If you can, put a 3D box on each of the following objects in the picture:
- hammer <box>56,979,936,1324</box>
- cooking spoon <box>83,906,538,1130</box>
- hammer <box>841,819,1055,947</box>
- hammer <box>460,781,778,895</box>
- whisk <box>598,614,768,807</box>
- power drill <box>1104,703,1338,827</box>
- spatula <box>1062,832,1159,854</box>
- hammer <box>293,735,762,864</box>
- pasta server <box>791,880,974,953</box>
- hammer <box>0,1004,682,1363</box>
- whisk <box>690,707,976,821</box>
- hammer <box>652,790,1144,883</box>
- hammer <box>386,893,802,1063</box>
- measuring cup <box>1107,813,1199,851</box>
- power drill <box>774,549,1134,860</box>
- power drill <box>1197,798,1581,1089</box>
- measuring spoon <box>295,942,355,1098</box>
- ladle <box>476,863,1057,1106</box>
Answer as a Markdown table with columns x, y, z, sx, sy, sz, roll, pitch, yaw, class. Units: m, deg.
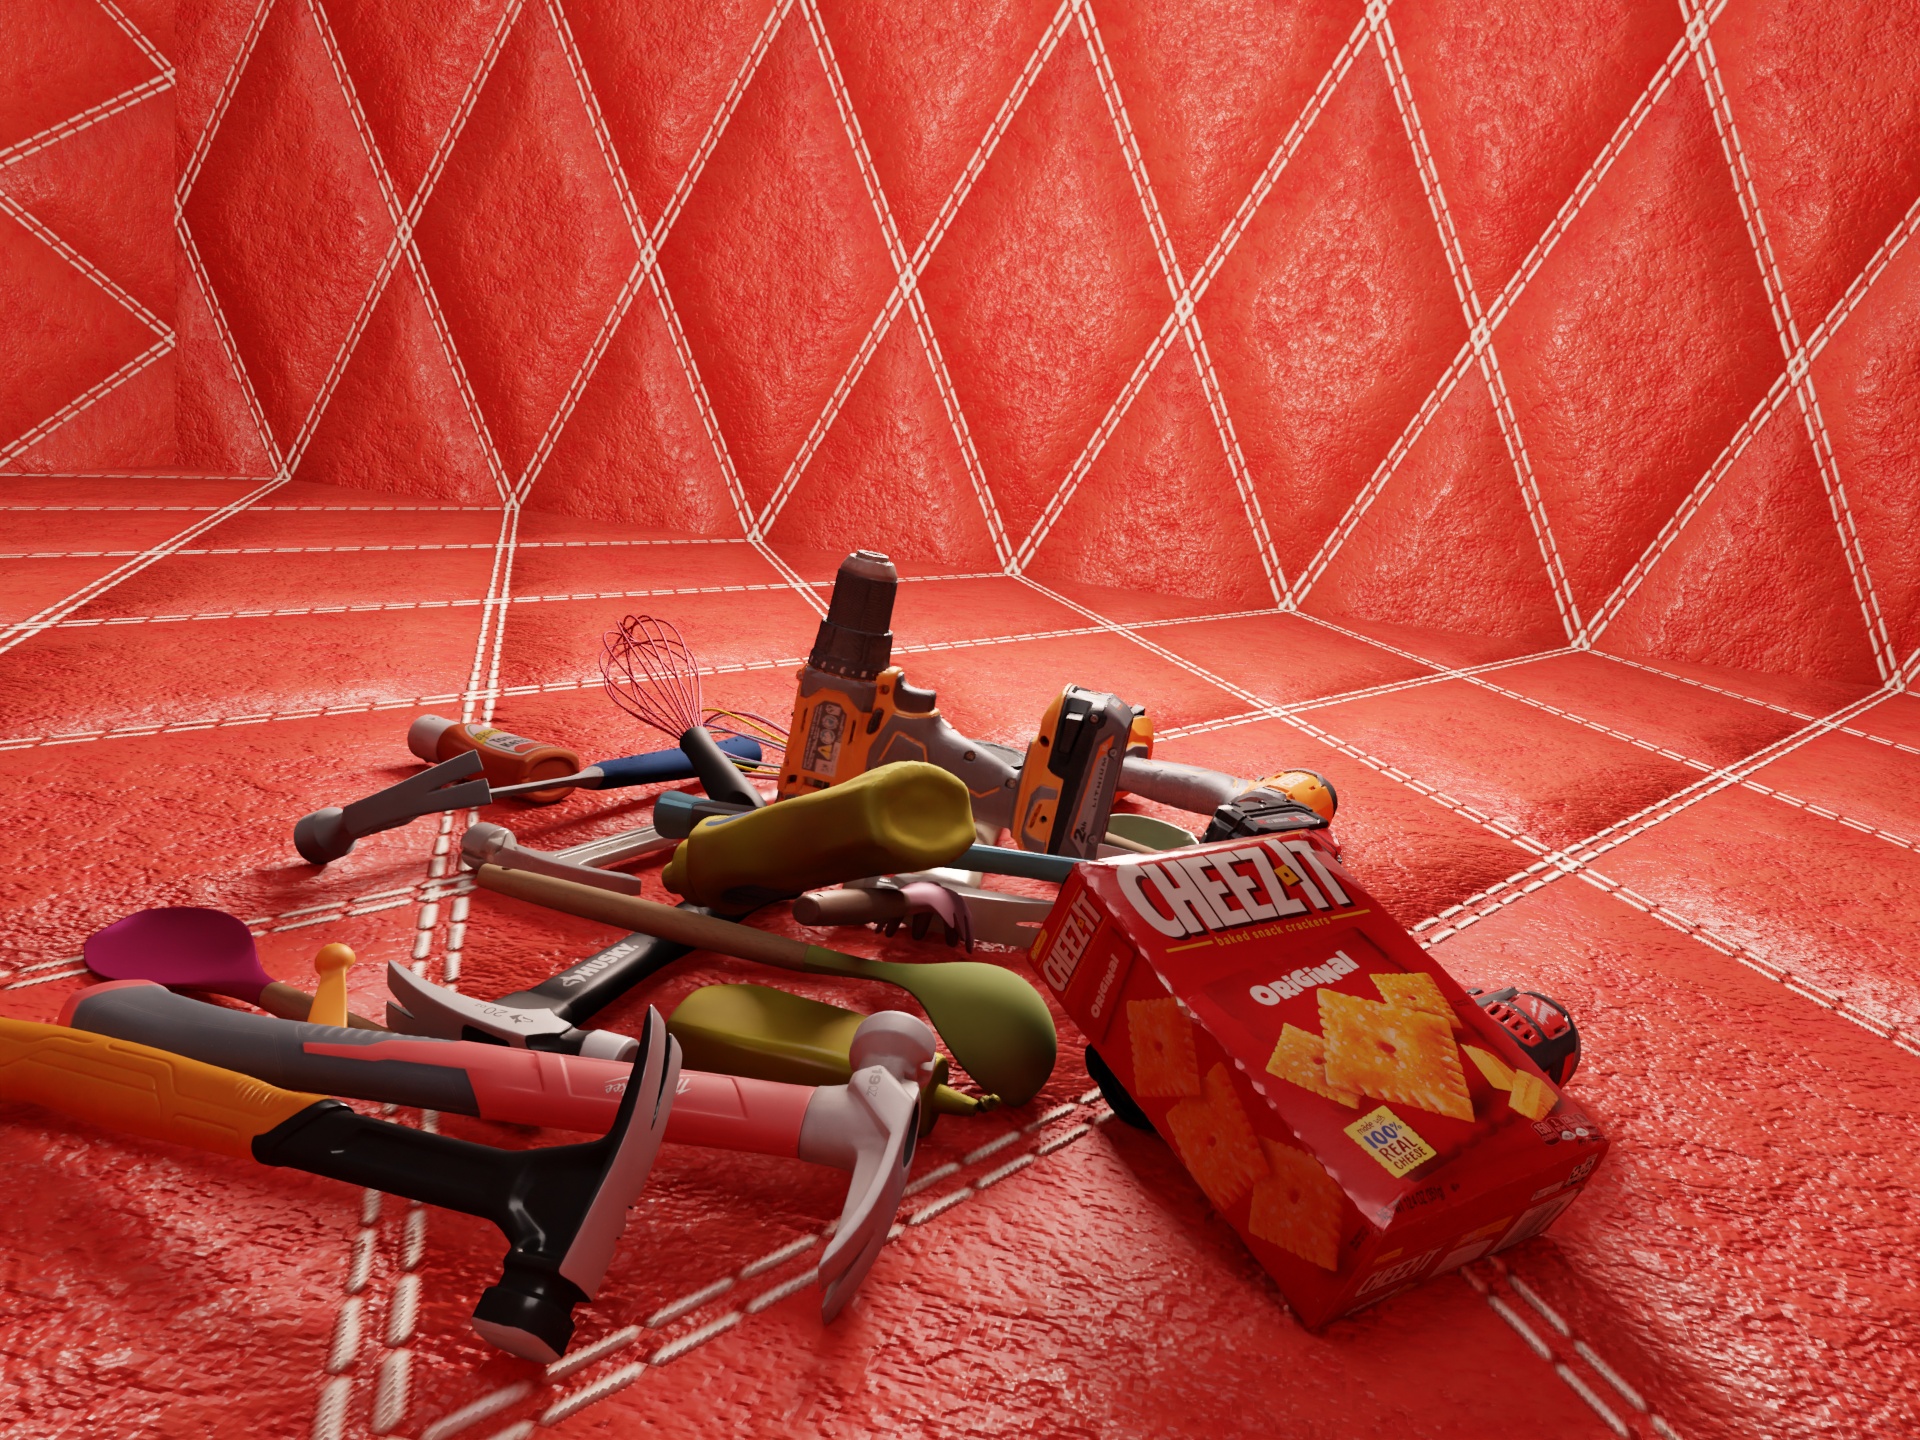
| x | y | z | sx | sy | sz | roll | pitch | yaw | class |
| --- | --- | --- | --- | --- | --- | --- | --- | --- | --- |
| -0.212 | 0.162 | 0.671 | 0.386 | 0.038 | 0.143 | 5 | 30 | 10 | hammer |
| -0.323 | 0.144 | 0.783 | 0.319 | 0.017 | 0.069 | 13 | 30 | 29 | cooking spoon |
| 0.021 | 0.083 | 1.191 | 0.146 | 0.038 | 0.411 | 9 | 12 | 6 | hammer |
| -0.172 | 0.073 | 1.141 | 0.149 | 0.036 | 0.359 | 13 | 15 | 29 | hammer |
| -0.198 | 0.004 | 1.145 | 0.073 | 0.073 | 0.296 | -2 | 31 | -32 | whisk |
| 0.199 | 0.052 | 1.327 | 0.227 | 0.084 | 0.164 | 18 | 16 | 28 | power drill |
| 0.016 | 0.058 | 1.146 | 0.316 | 0.018 | 0.059 | 18 | -26 | 26 | spatula |
| -0.270 | 0.042 | 1.152 | 0.144 | 0.035 | 0.405 | -20 | -5 | 27 | hammer |
| -0.040 | 0.105 | 0.840 | 0.060 | 0.040 | 0.316 | 10 | -4 | 11 | pasta server |
| -0.275 | 0.151 | 0.631 | 0.337 | 0.034 | 0.127 | 6 | 52 | 20 | hammer |
| -0.098 | 0.034 | 1.166 | 0.245 | 0.047 | 0.051 | 14 | 13 | 23 | whisk |
| -0.023 | 0.079 | 0.970 | 0.331 | 0.033 | 0.128 | 7 | -6 | 7 | hammer |
| -0.177 | 0.126 | 0.900 | 0.146 | 0.035 | 0.335 | 10 | 13 | 16 | hammer |
| 0.156 | 0.117 | 1.116 | 0.083 | 0.038 | 0.168 | -1 | 24 | -34 | measuring cup |
| -0.002 | -0.003 | 1.060 | 0.226 | 0.185 | 0.084 | 14 | 11 | 9 | power drill |
| 0.233 | 0.133 | 0.873 | 0.220 | 0.078 | 0.143 | 36 | 19 | 31 | power drill |
| -0.301 | 0.141 | 0.751 | 0.021 | 0.011 | 0.117 | -11 | 32 | -9 | measuring spoon |
| -0.105 | 0.128 | 0.816 | 0.320 | 0.062 | 0.078 | 12 | 9 | 12 | ladle |
